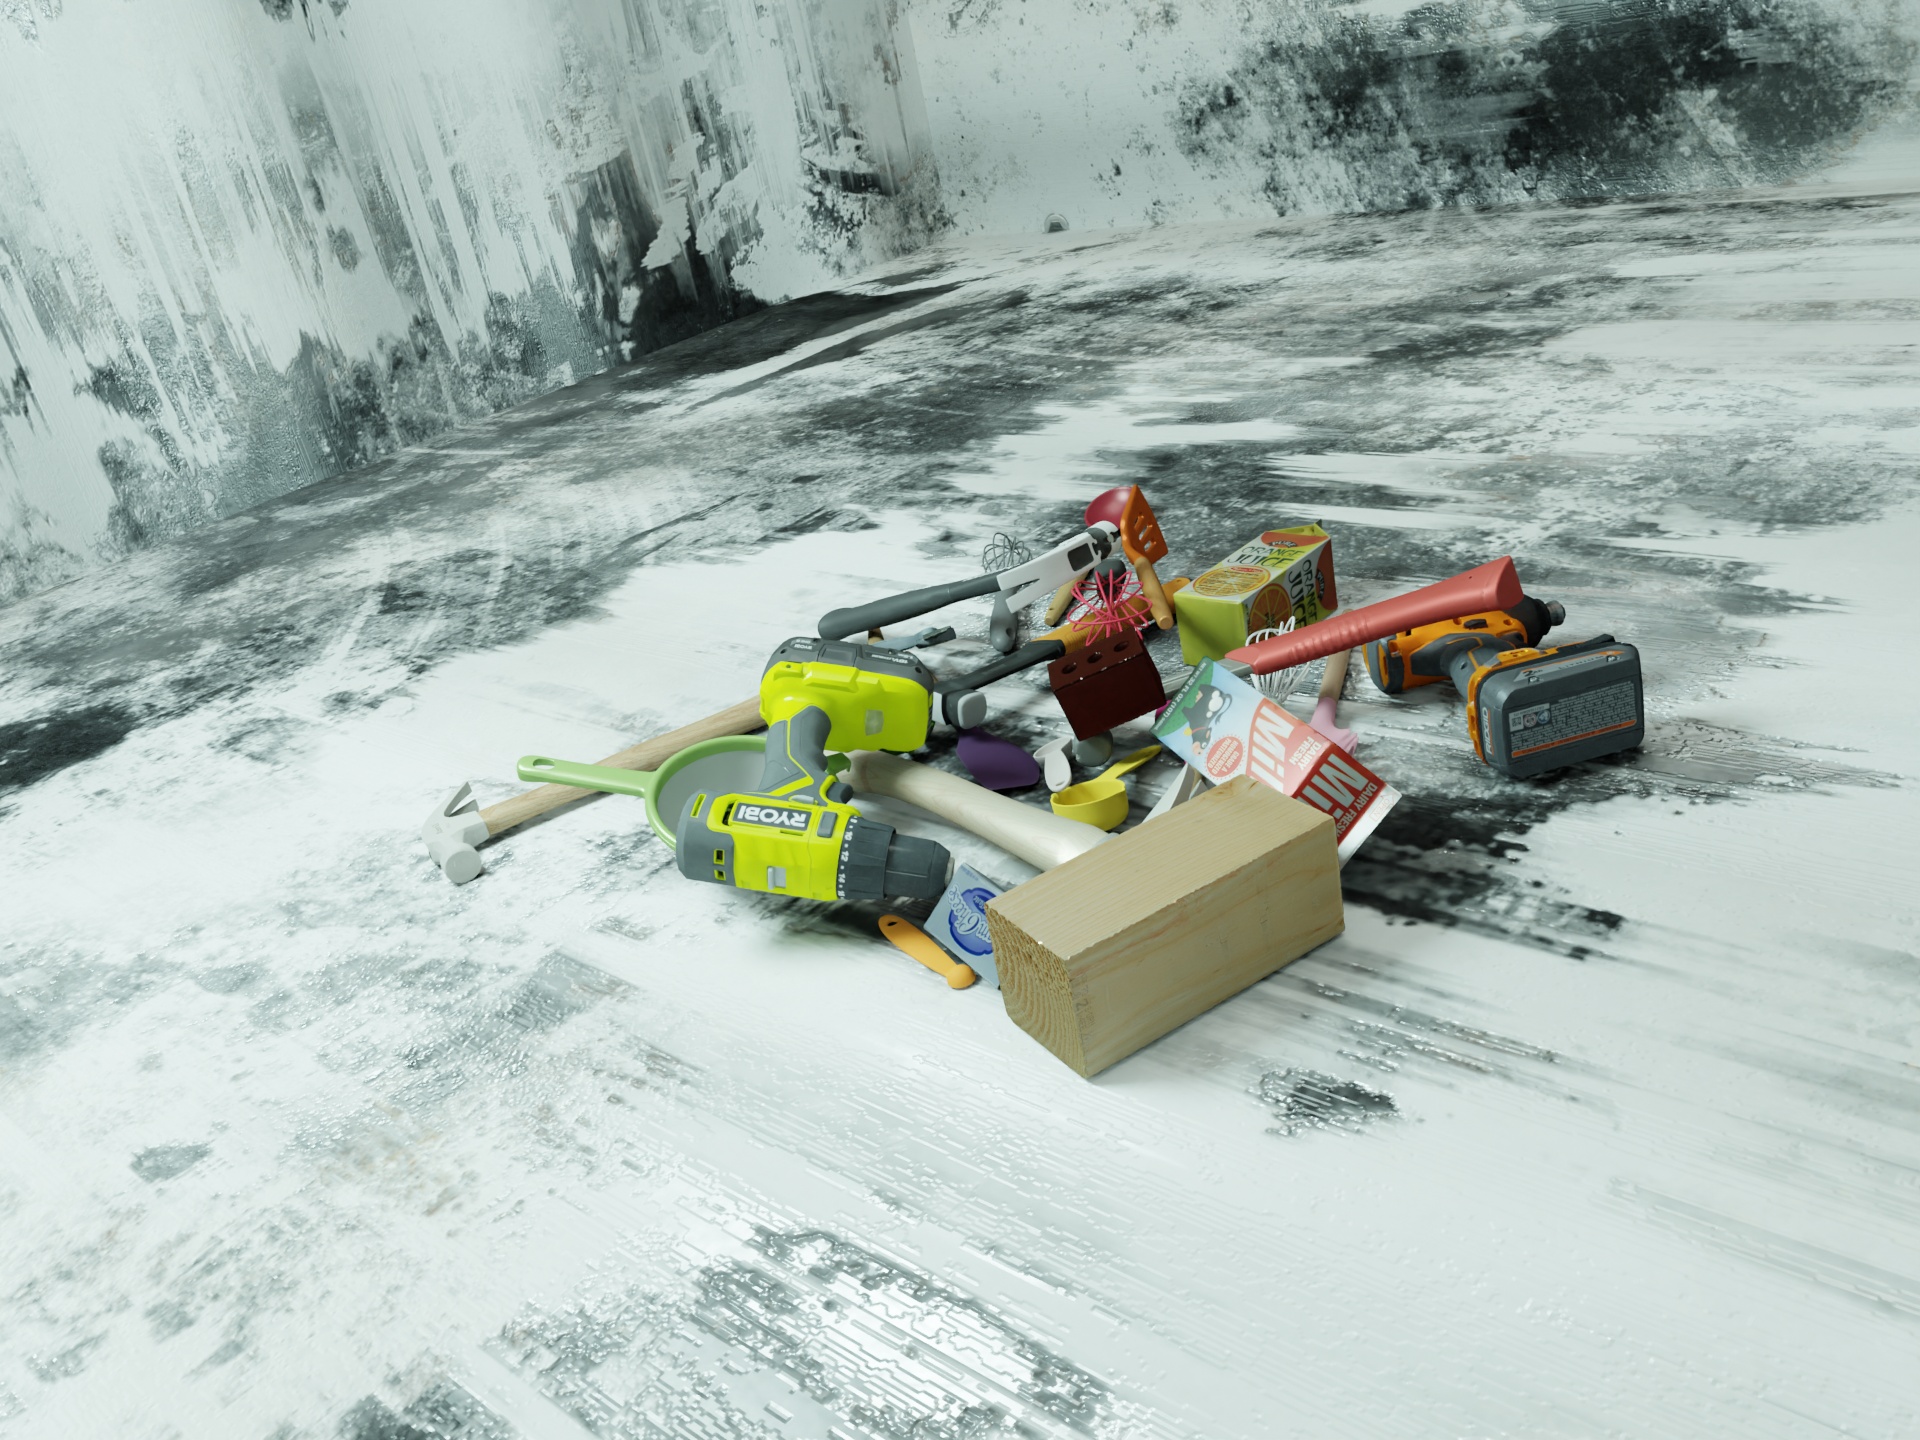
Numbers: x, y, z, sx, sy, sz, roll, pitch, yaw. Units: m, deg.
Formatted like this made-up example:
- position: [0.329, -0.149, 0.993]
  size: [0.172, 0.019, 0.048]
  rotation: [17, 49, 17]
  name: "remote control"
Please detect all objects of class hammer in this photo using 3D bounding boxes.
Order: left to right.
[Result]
- position: [-0.318, 0.047, 1.423]
  size: [0.331, 0.031, 0.130]
  rotation: [-24, 28, -24]
  name: "hammer"
- position: [-0.016, -0.116, 1.499]
  size: [0.335, 0.035, 0.146]
  rotation: [-11, 16, 43]
  name: "hammer"
- position: [0.006, 0.055, 1.207]
  size: [0.146, 0.038, 0.411]
  rotation: [-50, 35, -17]
  name: "hammer"
- position: [0.088, -0.072, 1.447]
  size: [0.337, 0.034, 0.127]
  rotation: [-23, 28, -33]
  name: "hammer"
- position: [0.258, -0.059, 1.258]
  size: [0.359, 0.036, 0.149]
  rotation: [-19, 25, 20]
  name: "hammer"

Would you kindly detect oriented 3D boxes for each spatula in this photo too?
- position: [-0.002, -0.004, 1.401]
  size: [0.059, 0.018, 0.316]
  rotation: [-7, 23, -17]
  name: "spatula"
- position: [0.179, -0.143, 1.477]
  size: [0.041, 0.081, 0.323]
  rotation: [-25, 19, 9]
  name: "spatula"

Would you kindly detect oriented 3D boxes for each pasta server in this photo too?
- position: [0.303, -0.031, 1.296]
  size: [0.060, 0.040, 0.316]
  rotation: [10, 29, 15]
  name: "pasta server"

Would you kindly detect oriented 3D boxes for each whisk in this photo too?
- position: [0.045, -0.131, 1.613]
  size: [0.055, 0.055, 0.239]
  rotation: [-8, 29, 8]
  name: "whisk"
- position: [0.133, -0.112, 1.411]
  size: [0.073, 0.073, 0.296]
  rotation: [-9, 13, 8]
  name: "whisk"
- position: [0.249, -0.012, 1.275]
  size: [0.058, 0.059, 0.246]
  rotation: [20, 35, 3]
  name: "whisk"

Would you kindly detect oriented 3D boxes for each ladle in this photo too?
- position: [0.136, -0.175, 1.685]
  size: [0.069, 0.031, 0.315]
  rotation: [-4, 28, 23]
  name: "ladle"

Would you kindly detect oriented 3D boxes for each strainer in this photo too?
- position: [-0.217, 0.074, 1.230]
  size: [0.256, 0.069, 0.152]
  rotation: [9, 37, 6]
  name: "strainer"

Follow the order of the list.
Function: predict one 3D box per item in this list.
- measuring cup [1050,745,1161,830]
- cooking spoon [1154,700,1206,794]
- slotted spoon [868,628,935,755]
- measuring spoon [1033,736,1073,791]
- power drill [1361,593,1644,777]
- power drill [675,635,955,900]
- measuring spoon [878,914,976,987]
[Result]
- position: [0.123, 0.053, 1.228]
  size: [0.062, 0.029, 0.156]
  rotation: [-6, 12, 33]
  name: "measuring cup"
- position: [0.179, 0.046, 1.209]
  size: [0.069, 0.017, 0.319]
  rotation: [2, 28, 8]
  name: "cooking spoon"
- position: [-0.069, -0.032, 1.481]
  size: [0.070, 0.031, 0.314]
  rotation: [-13, 23, -2]
  name: "slotted spoon"
- position: [0.078, 0.040, 1.251]
  size: [0.034, 0.018, 0.124]
  rotation: [-27, 14, 7]
  name: "measuring spoon"
- position: [0.426, -0.042, 1.217]
  size: [0.164, 0.084, 0.227]
  rotation: [-15, 21, -5]
  name: "power drill"
- position: [-0.088, 0.042, 1.171]
  size: [0.190, 0.080, 0.229]
  rotation: [8, 40, 4]
  name: "power drill"
- position: [-0.026, 0.154, 1.088]
  size: [0.021, 0.011, 0.117]
  rotation: [-24, 28, -24]
  name: "measuring spoon"
